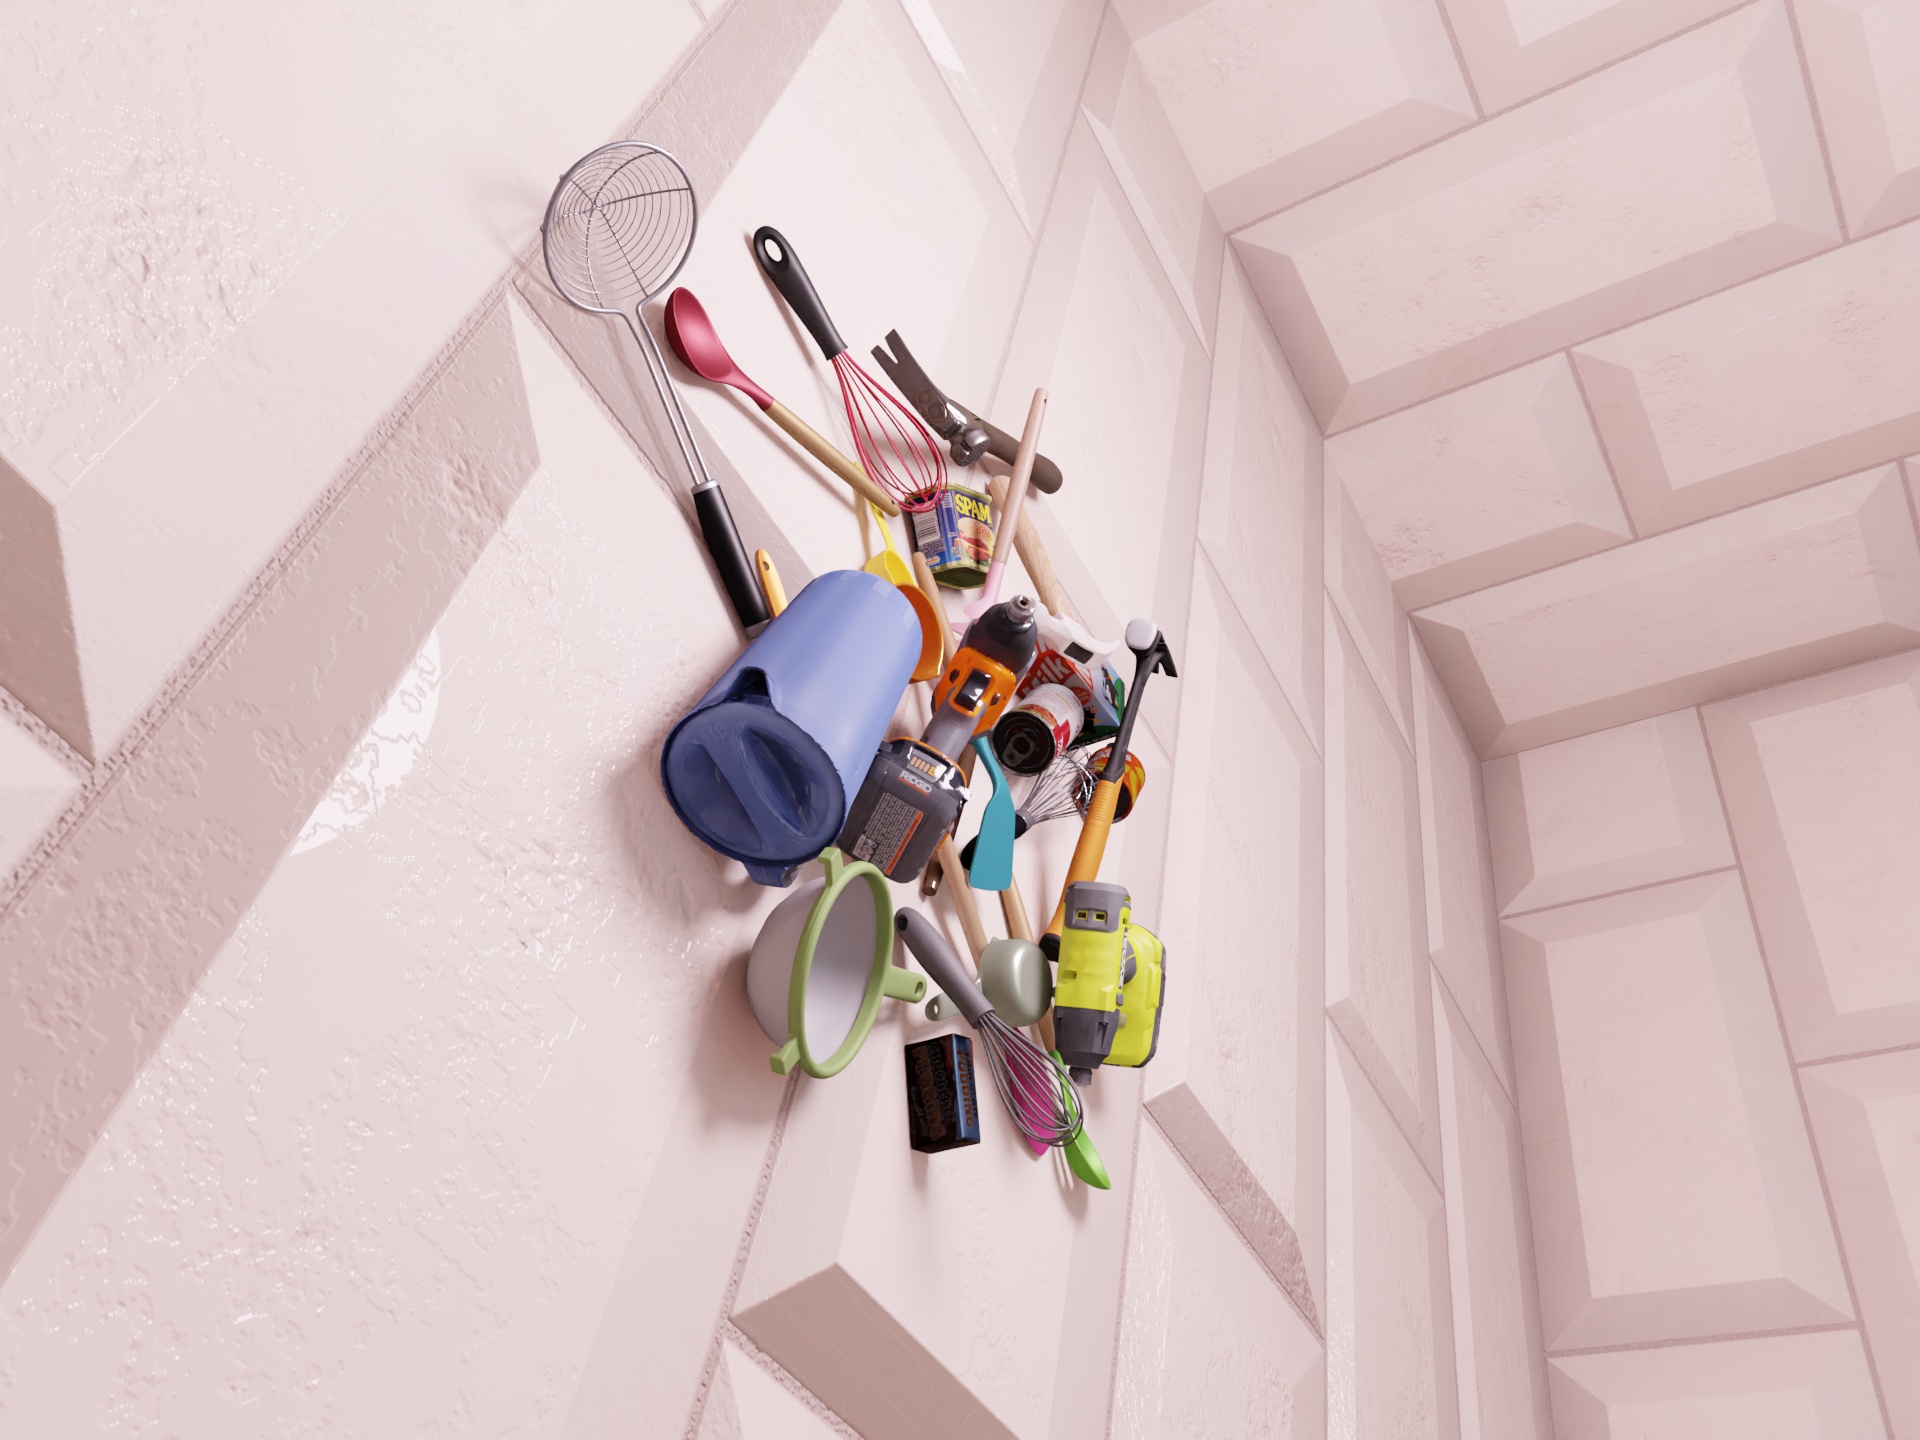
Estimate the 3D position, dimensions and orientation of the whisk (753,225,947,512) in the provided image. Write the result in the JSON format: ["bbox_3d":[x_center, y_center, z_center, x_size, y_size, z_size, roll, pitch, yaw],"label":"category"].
[{"bbox_3d":[-0.102,-0.316,1.449,0.295,0.073,0.073,58,29,-16],"label":"whisk"}]

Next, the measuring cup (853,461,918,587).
[{"bbox_3d":[-0.079,-0.166,1.444,0.062,0.029,0.157,26,39,-61],"label":"measuring cup"}]

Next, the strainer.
[{"bbox_3d":[-0.091,0.180,1.155,0.256,0.069,0.151,40,61,-68],"label":"strainer"}]

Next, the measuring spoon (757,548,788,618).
[{"bbox_3d":[-0.146,-0.082,1.274,0.021,0.011,0.117,-4,73,-58],"label":"measuring spoon"}]

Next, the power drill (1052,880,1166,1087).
[{"bbox_3d":[0.130,0.247,1.436,0.223,0.080,0.171,45,50,-69],"label":"power drill"}]

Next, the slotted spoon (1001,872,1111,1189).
[{"bbox_3d":[0.079,0.277,1.458,0.070,0.031,0.314,33,41,-77],"label":"slotted spoon"}]

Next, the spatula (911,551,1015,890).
[{"bbox_3d":[-0.002,-0.005,1.426,0.082,0.044,0.318,14,55,-61],"label":"spatula"}]

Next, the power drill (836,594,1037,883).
[{"bbox_3d":[-0.007,0.004,1.280,0.084,0.164,0.227,30,50,1],"label":"power drill"}]

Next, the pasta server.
[{"bbox_3d":[0.035,-0.174,1.513,0.060,0.040,0.316,38,63,-58],"label":"pasta server"}]

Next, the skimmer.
[{"bbox_3d":[-0.200,-0.234,1.171,0.127,0.090,0.363,-27,102,-31],"label":"skimmer"}]

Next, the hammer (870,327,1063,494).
[{"bbox_3d":[0.028,-0.298,1.650,0.146,0.038,0.410,52,14,12],"label":"hammer"}]

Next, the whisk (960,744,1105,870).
[{"bbox_3d":[0.072,0.087,1.531,0.284,0.070,0.070,-32,102,-58],"label":"whisk"}]

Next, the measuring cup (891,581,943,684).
[{"bbox_3d":[-0.076,-0.048,1.343,0.095,0.052,0.174,61,38,-23],"label":"measuring cup"}]

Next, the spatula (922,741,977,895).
[{"bbox_3d":[0.004,0.046,1.468,0.316,0.018,0.059,-73,154,-49],"label":"spatula"}]

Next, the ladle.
[{"bbox_3d":[-0.146,-0.255,1.342,0.315,0.031,0.069,36,43,-46],"label":"ladle"}]

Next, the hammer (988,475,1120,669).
[{"bbox_3d":[0.078,-0.156,1.594,0.130,0.031,0.332,31,24,-30],"label":"hammer"}]

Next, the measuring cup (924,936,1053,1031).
[{"bbox_3d":[0.027,0.226,1.323,0.167,0.038,0.083,-4,84,-60],"label":"measuring cup"}]

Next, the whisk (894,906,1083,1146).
[{"bbox_3d":[0.016,0.234,1.244,0.239,0.055,0.055,49,14,31],"label":"whisk"}]

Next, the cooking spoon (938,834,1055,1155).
[{"bbox_3d":[0.027,0.230,1.379,0.069,0.017,0.318,-37,111,-59],"label":"cooking spoon"}]

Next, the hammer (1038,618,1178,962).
[{"bbox_3d":[0.142,0.075,1.551,0.127,0.034,0.337,48,58,-65],"label":"hammer"}]
